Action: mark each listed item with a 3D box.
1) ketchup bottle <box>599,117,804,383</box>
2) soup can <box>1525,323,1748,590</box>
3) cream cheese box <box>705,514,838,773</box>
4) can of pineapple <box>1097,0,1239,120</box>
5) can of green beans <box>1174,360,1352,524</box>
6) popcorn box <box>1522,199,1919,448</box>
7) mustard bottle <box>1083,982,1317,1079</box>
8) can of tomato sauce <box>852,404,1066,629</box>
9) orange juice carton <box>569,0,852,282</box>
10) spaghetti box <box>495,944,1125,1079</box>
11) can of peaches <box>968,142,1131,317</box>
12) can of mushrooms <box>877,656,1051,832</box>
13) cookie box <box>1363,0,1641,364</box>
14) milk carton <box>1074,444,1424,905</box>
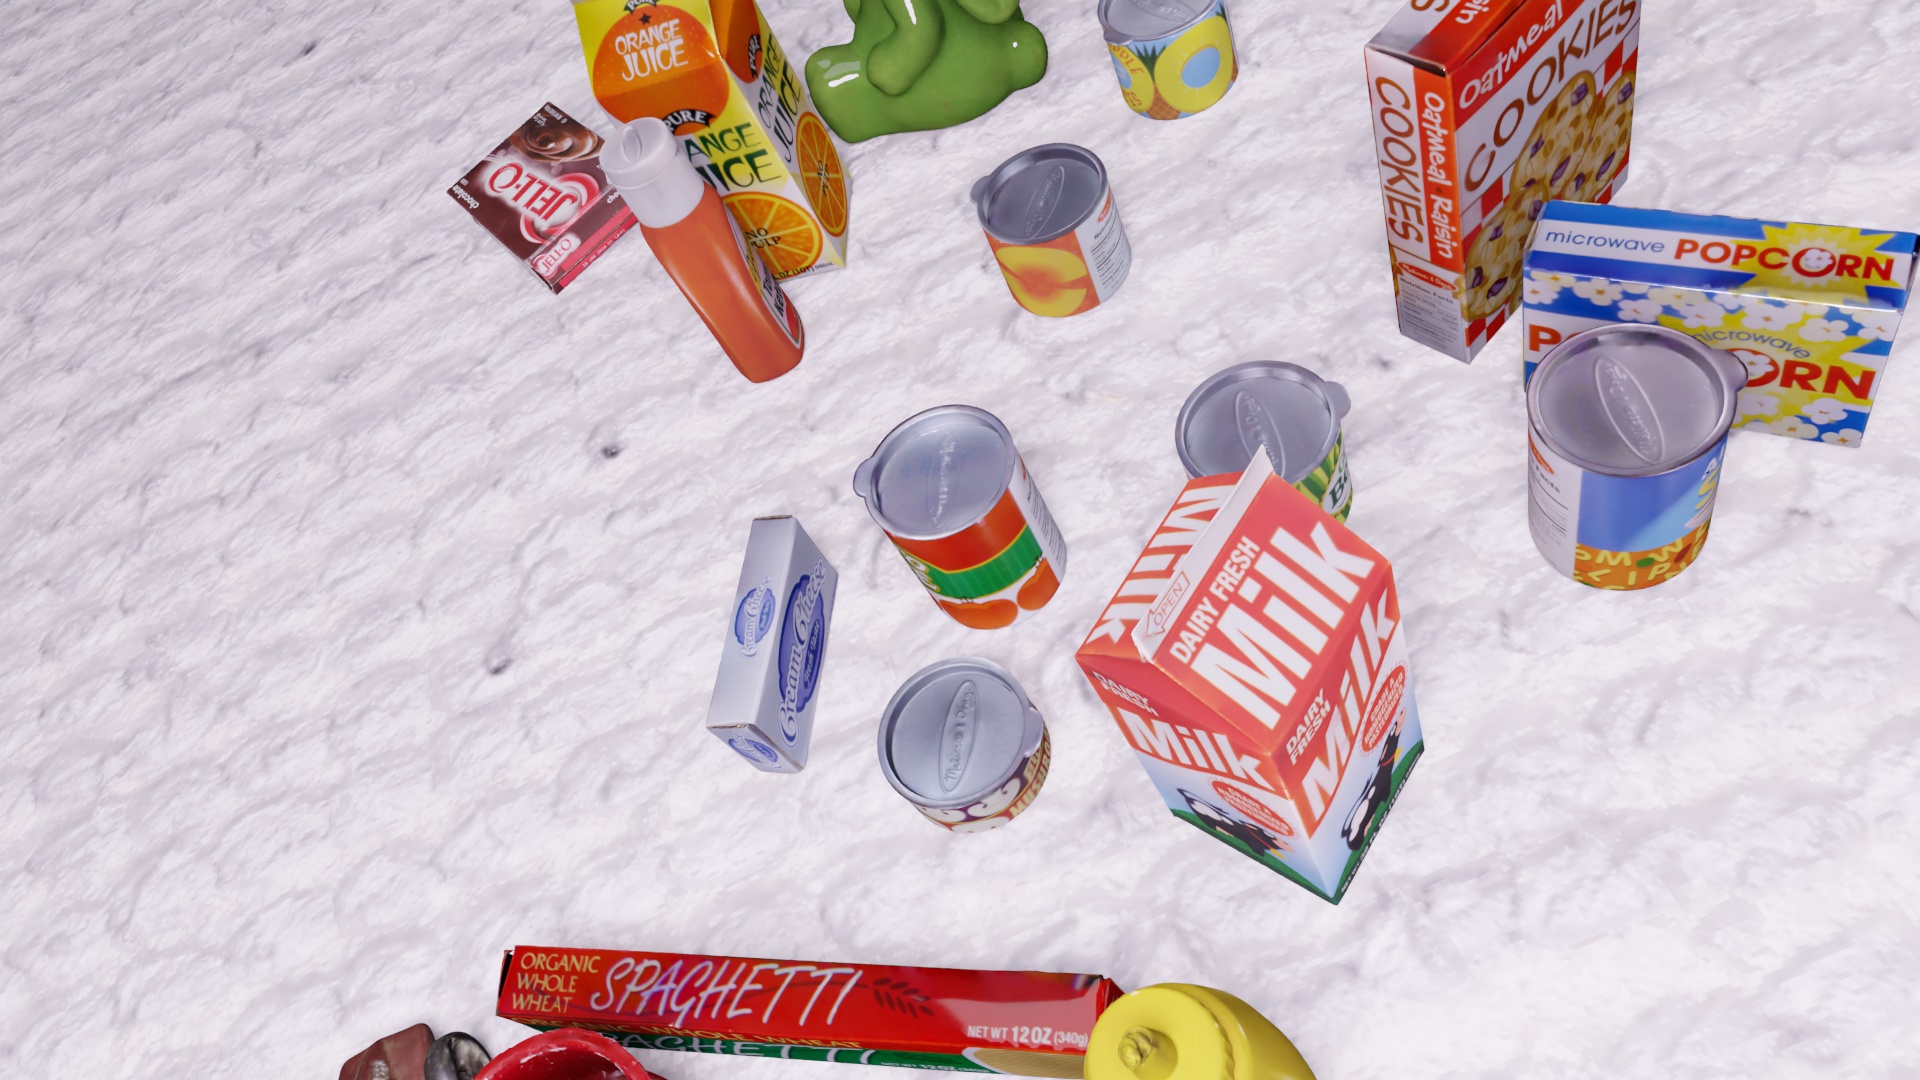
[{"bbox_3d":[-0.129,-0.146,0.702,0.043,0.148,0.065,-25,53,6],"label":"ketchup bottle"},{"bbox_3d":[0.248,-0.030,0.514,0.071,0.083,0.072,-11,56,16],"label":"soup can"},{"bbox_3d":[-0.081,0.046,0.618,0.024,0.053,0.104,-4,57,20],"label":"cream cheese box"},{"bbox_3d":[0.110,-0.267,0.741,0.071,0.057,0.071,-10,56,16],"label":"can of pineapple"},{"bbox_3d":[0.128,-0.032,0.581,0.071,0.057,0.071,-10,56,16],"label":"can of green beans"},{"bbox_3d":[0.285,-0.084,0.534,0.127,0.085,0.038,14,65,29],"label":"popcorn box"},{"bbox_3d":[0.070,0.163,0.413,0.065,0.159,0.049,-37,53,-3],"label":"mustard bottle"},{"bbox_3d":[0.002,-0.008,0.600,0.071,0.082,0.071,-11,56,16],"label":"can of tomato sauce"},{"bbox_3d":[-0.127,-0.223,0.724,0.072,0.192,0.073,-10,56,17],"label":"orange juice carton"},{"bbox_3d":[-0.060,0.178,0.525,0.250,0.050,0.029,-4,58,20],"label":"spaghetti box"},{"bbox_3d":[0.046,-0.154,0.694,0.071,0.058,0.071,-10,56,16],"label":"can of peaches"},{"bbox_3d":[0.004,0.084,0.571,0.071,0.033,0.071,-10,56,16],"label":"can of mushrooms"},{"bbox_3d":[0.224,-0.170,0.563,0.123,0.167,0.040,-47,54,-11],"label":"cookie box"},{"bbox_3d":[0.098,0.047,0.459,0.073,0.190,0.072,25,71,33],"label":"milk carton"}]
